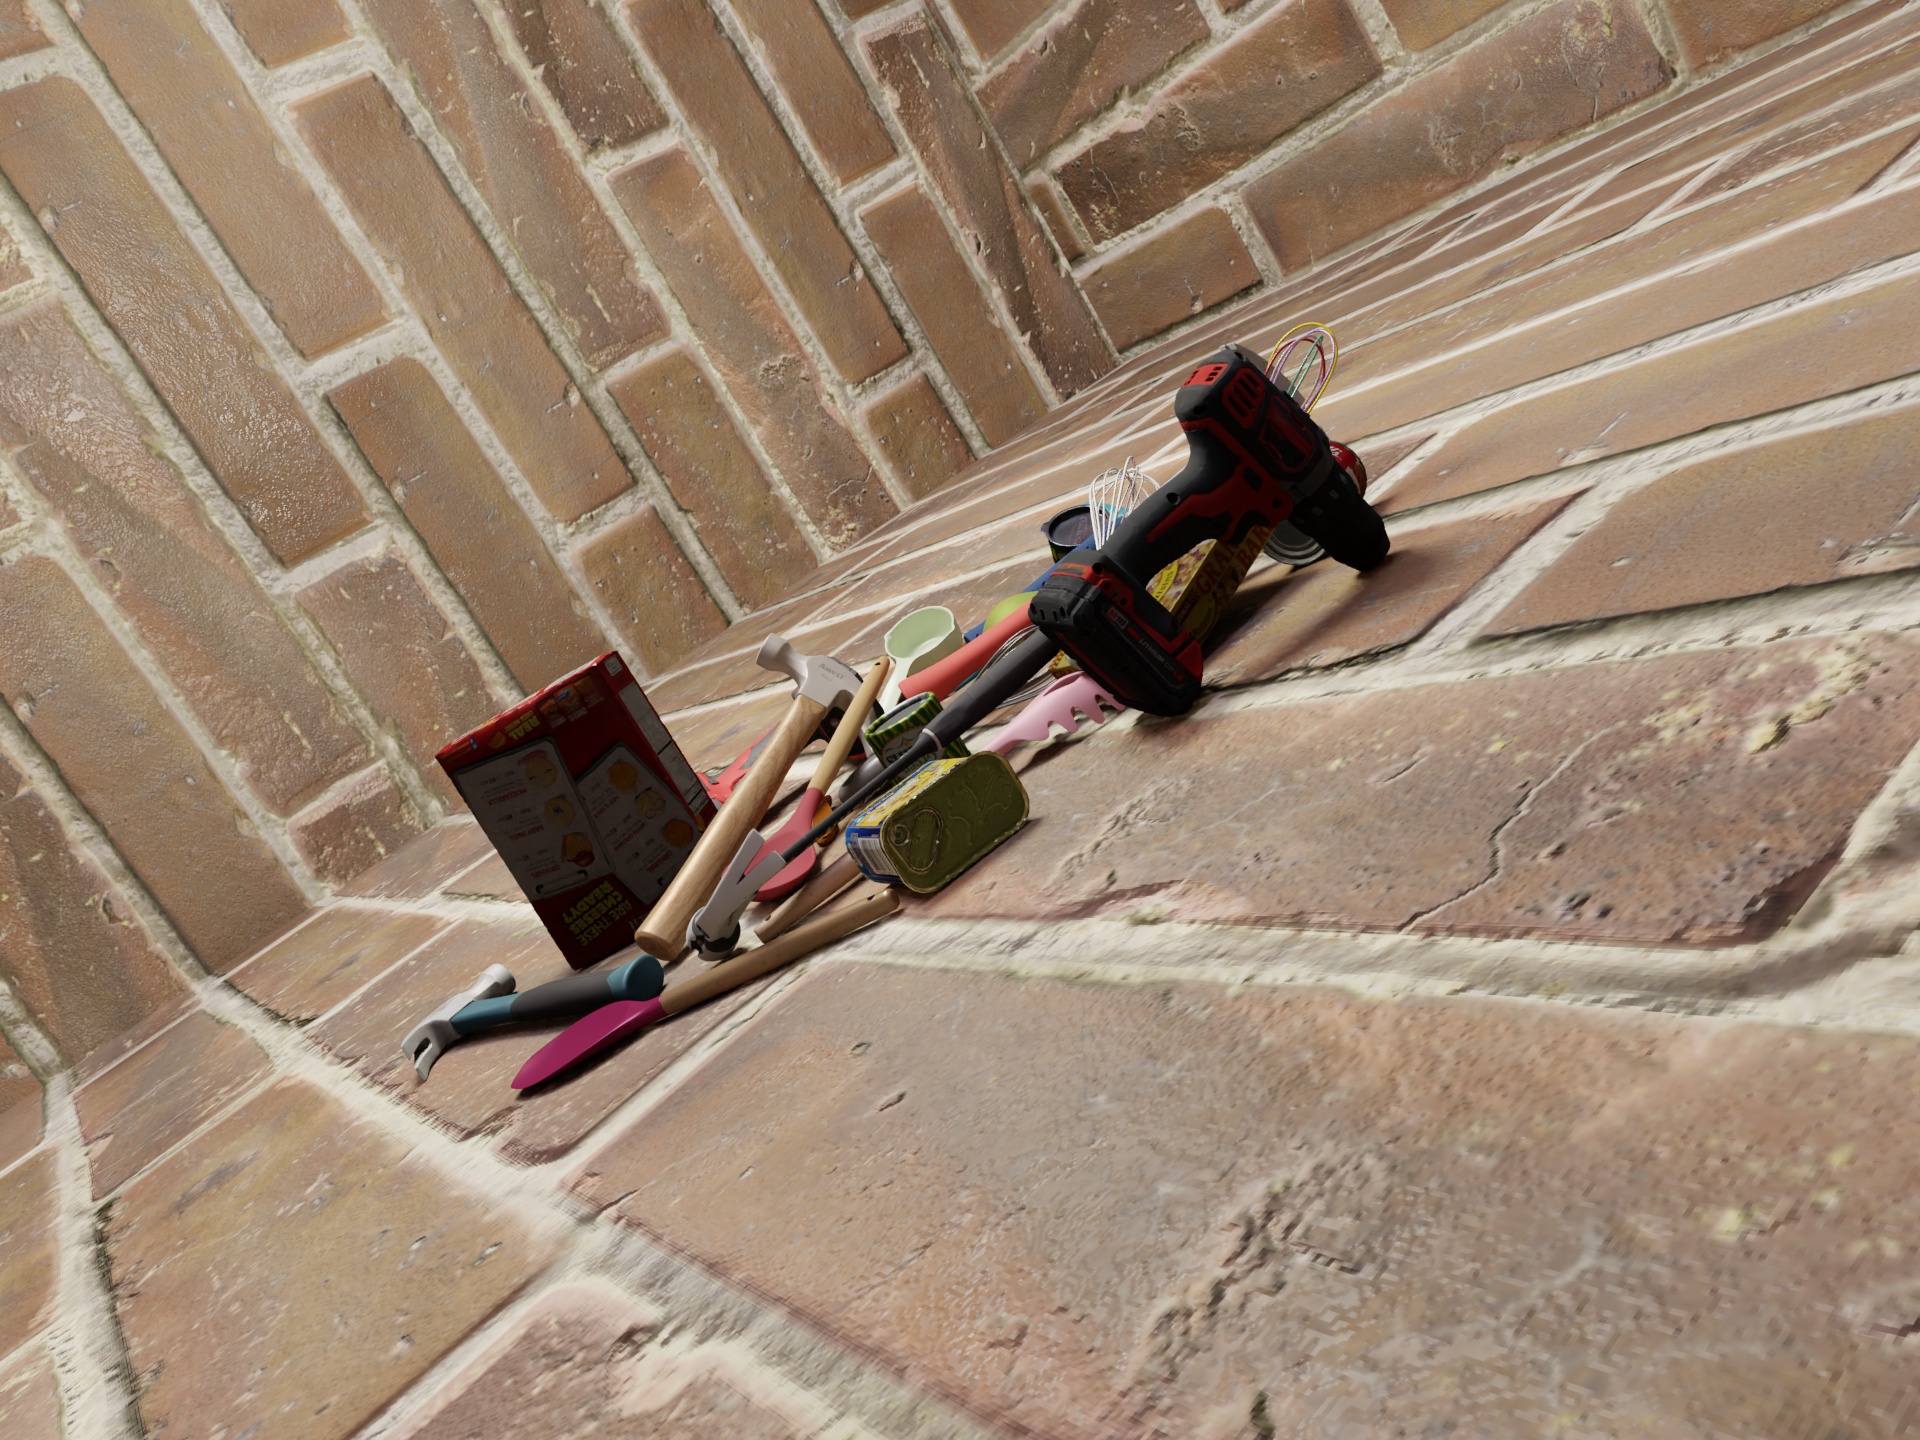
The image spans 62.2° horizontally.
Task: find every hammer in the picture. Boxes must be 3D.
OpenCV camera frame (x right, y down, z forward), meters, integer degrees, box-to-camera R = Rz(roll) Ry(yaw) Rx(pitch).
[{"bbox_3d":[-0.032,0.020,1.157,0.409,0.036,0.149,-40,-9,-32],"label":"hammer"},{"bbox_3d":[-0.166,0.063,1.284,0.331,0.130,0.031,-62,-1,-43],"label":"hammer"},{"bbox_3d":[-0.330,0.219,1.233,0.331,0.033,0.128,-19,16,45],"label":"hammer"},{"bbox_3d":[0.166,-0.196,1.517,0.405,0.144,0.035,-40,13,-7],"label":"hammer"},{"bbox_3d":[0.104,-0.118,1.350,0.359,0.036,0.149,-35,9,-2],"label":"hammer"}]

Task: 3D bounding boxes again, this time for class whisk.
[{"bbox_3d":[0.228,-0.201,1.264,0.245,0.047,0.051,-64,1,14],"label":"whisk"},{"bbox_3d":[0.113,-0.122,1.214,0.059,0.057,0.247,12,45,7],"label":"whisk"},{"bbox_3d":[-0.001,-0.003,1.305,0.239,0.055,0.055,-36,12,1],"label":"whisk"}]

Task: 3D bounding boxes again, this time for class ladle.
[{"bbox_3d":[0.166,-0.130,1.433,0.320,0.062,0.078,-23,7,4],"label":"ladle"},{"bbox_3d":[-0.110,0.042,1.275,0.069,0.031,0.316,0,37,20],"label":"ladle"}]

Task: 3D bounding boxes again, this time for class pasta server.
[{"bbox_3d":[-0.012,0.059,1.122,0.316,0.040,0.060,-38,13,-11],"label":"pasta server"}]

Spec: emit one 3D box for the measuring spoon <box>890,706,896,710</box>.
[{"bbox_3d":[-0.046,0.000,1.451,0.034,0.018,0.124,-33,13,-10],"label":"measuring spoon"}]

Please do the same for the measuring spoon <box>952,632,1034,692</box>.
[{"bbox_3d":[0.020,-0.066,1.522,0.128,0.021,0.042,-40,39,-25],"label":"measuring spoon"}]

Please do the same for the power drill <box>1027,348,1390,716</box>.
[{"bbox_3d":[0.175,-0.109,1.070,0.227,0.187,0.080,-52,21,-8],"label":"power drill"}]

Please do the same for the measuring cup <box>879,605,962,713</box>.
[{"bbox_3d":[-0.048,-0.042,1.567,0.083,0.038,0.168,-4,46,31],"label":"measuring cup"}]

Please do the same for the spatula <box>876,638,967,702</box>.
[{"bbox_3d":[-0.006,-0.068,1.629,0.316,0.018,0.060,-36,17,-25],"label":"spatula"}]

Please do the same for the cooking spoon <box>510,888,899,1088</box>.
[{"bbox_3d":[-0.173,0.178,1.049,0.319,0.017,0.069,-27,17,21],"label":"cooking spoon"}]

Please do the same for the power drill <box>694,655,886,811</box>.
[{"bbox_3d":[-0.172,0.042,1.447,0.219,0.078,0.143,-37,21,-9],"label":"power drill"}]

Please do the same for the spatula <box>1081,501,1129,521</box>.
[{"bbox_3d":[0.063,-0.119,1.600,0.082,0.044,0.317,21,50,40],"label":"spatula"}]

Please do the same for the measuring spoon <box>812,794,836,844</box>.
[{"bbox_3d":[-0.110,0.084,1.301,0.021,0.011,0.117,-31,16,1],"label":"measuring spoon"}]
